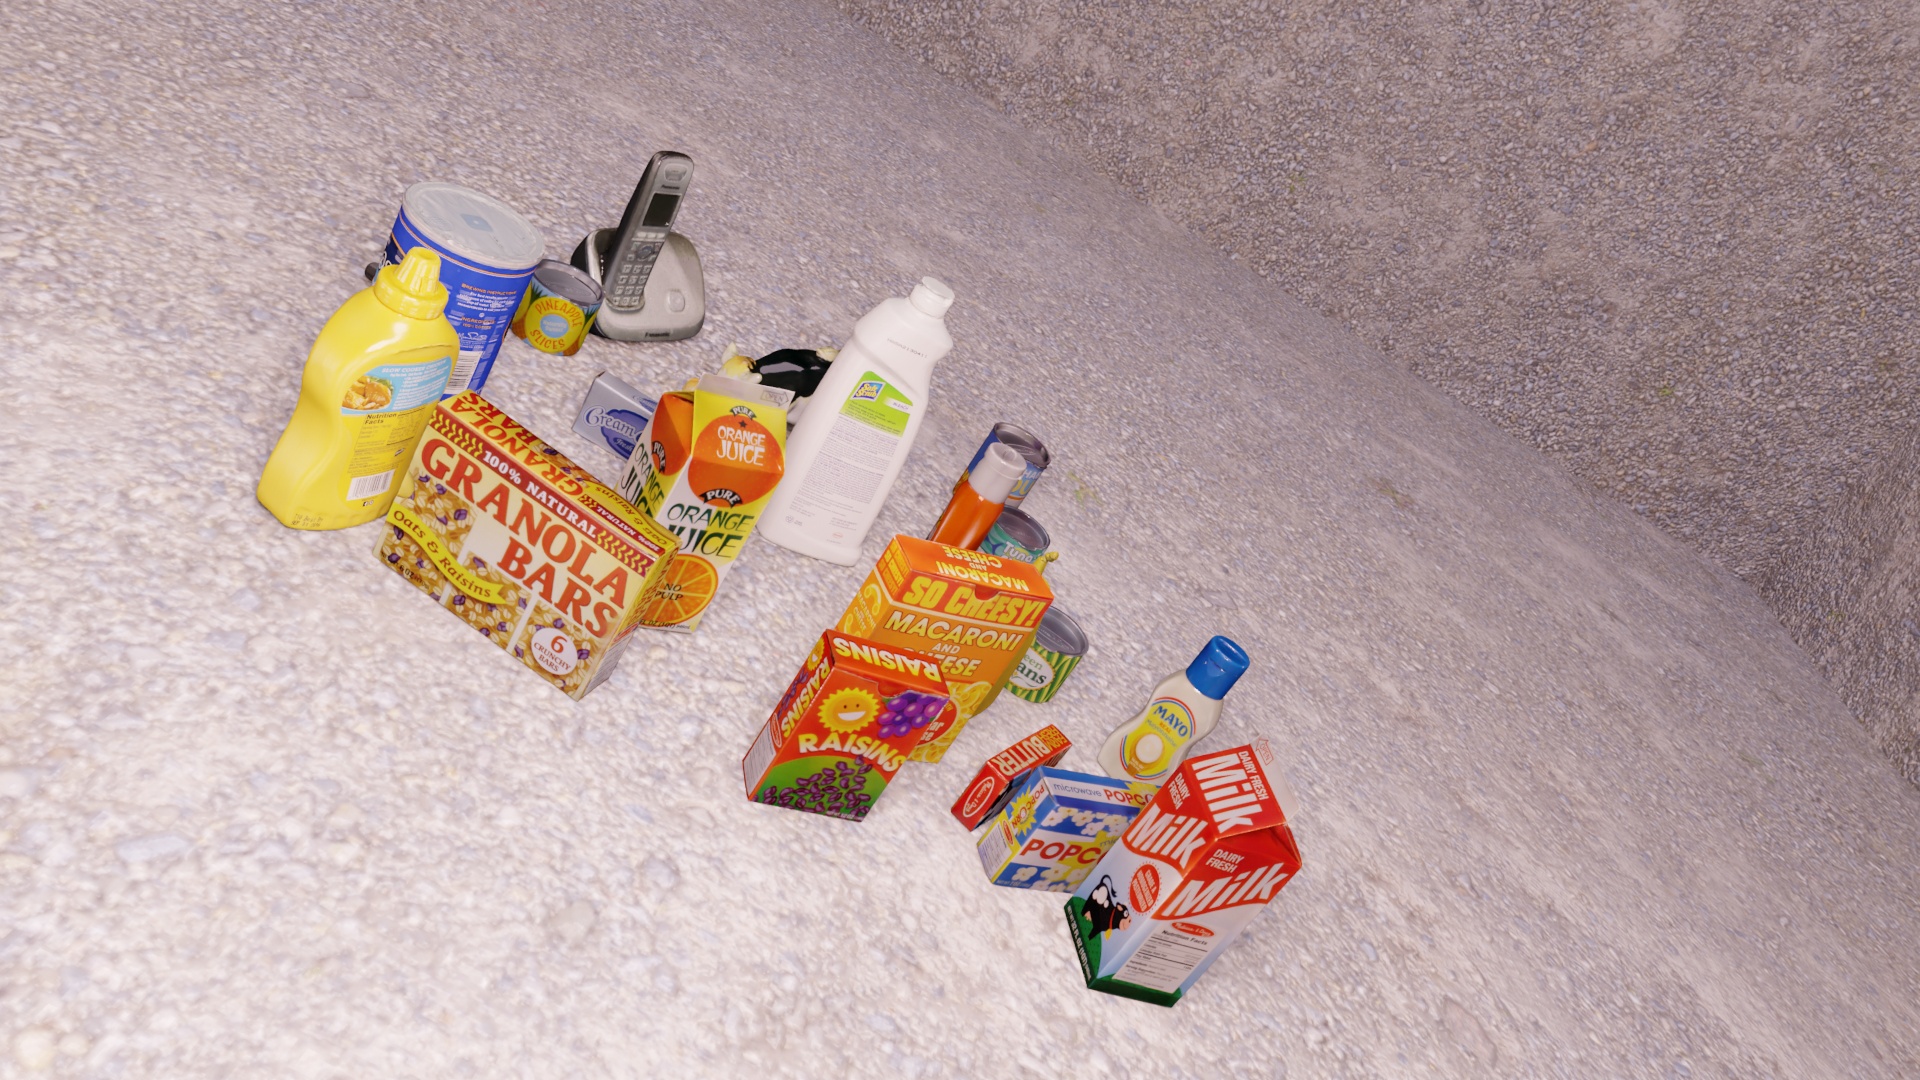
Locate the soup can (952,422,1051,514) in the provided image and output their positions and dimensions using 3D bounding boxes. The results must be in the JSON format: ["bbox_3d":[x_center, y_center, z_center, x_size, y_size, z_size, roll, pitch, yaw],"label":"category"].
[{"bbox_3d":[0.042,-0.063,1.378,0.071,0.083,0.072,26,27,-14],"label":"soup can"}]

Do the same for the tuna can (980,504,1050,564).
[{"bbox_3d":[0.051,-0.001,1.339,0.071,0.032,0.071,26,27,-14],"label":"tuna can"}]

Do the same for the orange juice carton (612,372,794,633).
[{"bbox_3d":[-0.184,-0.031,0.945,0.072,0.191,0.073,11,34,-39],"label":"orange juice carton"}]

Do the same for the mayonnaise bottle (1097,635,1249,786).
[{"bbox_3d":[0.173,0.140,1.106,0.065,0.147,0.041,41,27,15],"label":"mayonnaise bottle"}]

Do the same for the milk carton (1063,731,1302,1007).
[{"bbox_3d":[0.154,0.214,0.910,0.073,0.189,0.073,21,28,-24],"label":"milk carton"}]

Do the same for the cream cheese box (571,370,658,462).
[{"bbox_3d":[-0.255,-0.086,1.116,0.104,0.053,0.024,32,26,-4],"label":"cream cheese box"}]

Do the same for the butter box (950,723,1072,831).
[{"bbox_3d":[0.038,0.171,1.009,0.024,0.053,0.104,43,27,18],"label":"butter box"}]

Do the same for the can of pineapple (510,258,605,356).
[{"bbox_3d":[-0.349,-0.200,1.199,0.071,0.057,0.071,26,27,-14],"label":"can of pineapple"}]

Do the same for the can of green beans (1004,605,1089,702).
[{"bbox_3d":[0.065,0.094,1.165,0.071,0.057,0.071,26,27,-14],"label":"can of green beans"}]

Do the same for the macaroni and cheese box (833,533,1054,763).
[{"bbox_3d":[-0.029,0.080,0.960,0.124,0.165,0.040,13,32,-36],"label":"macaroni and cheese box"}]

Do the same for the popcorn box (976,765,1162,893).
[{"bbox_3d":[0.086,0.205,0.968,0.127,0.085,0.038,15,31,-33],"label":"popcorn box"}]

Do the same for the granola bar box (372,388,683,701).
[{"bbox_3d":[-0.271,0.004,0.863,0.165,0.123,0.039,35,26,3],"label":"granola bar box"}]

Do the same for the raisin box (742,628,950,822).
[{"bbox_3d":[-0.075,0.120,0.888,0.086,0.123,0.040,19,29,-28],"label":"raisin box"}]

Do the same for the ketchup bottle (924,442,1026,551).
[{"bbox_3d":[0.004,-0.015,1.179,0.043,0.148,0.065,35,26,2],"label":"ketchup bottle"}]

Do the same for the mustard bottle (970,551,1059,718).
[{"bbox_3d":[0.026,0.065,1.055,0.049,0.159,0.065,13,33,-37],"label":"mustard bottle"}]
